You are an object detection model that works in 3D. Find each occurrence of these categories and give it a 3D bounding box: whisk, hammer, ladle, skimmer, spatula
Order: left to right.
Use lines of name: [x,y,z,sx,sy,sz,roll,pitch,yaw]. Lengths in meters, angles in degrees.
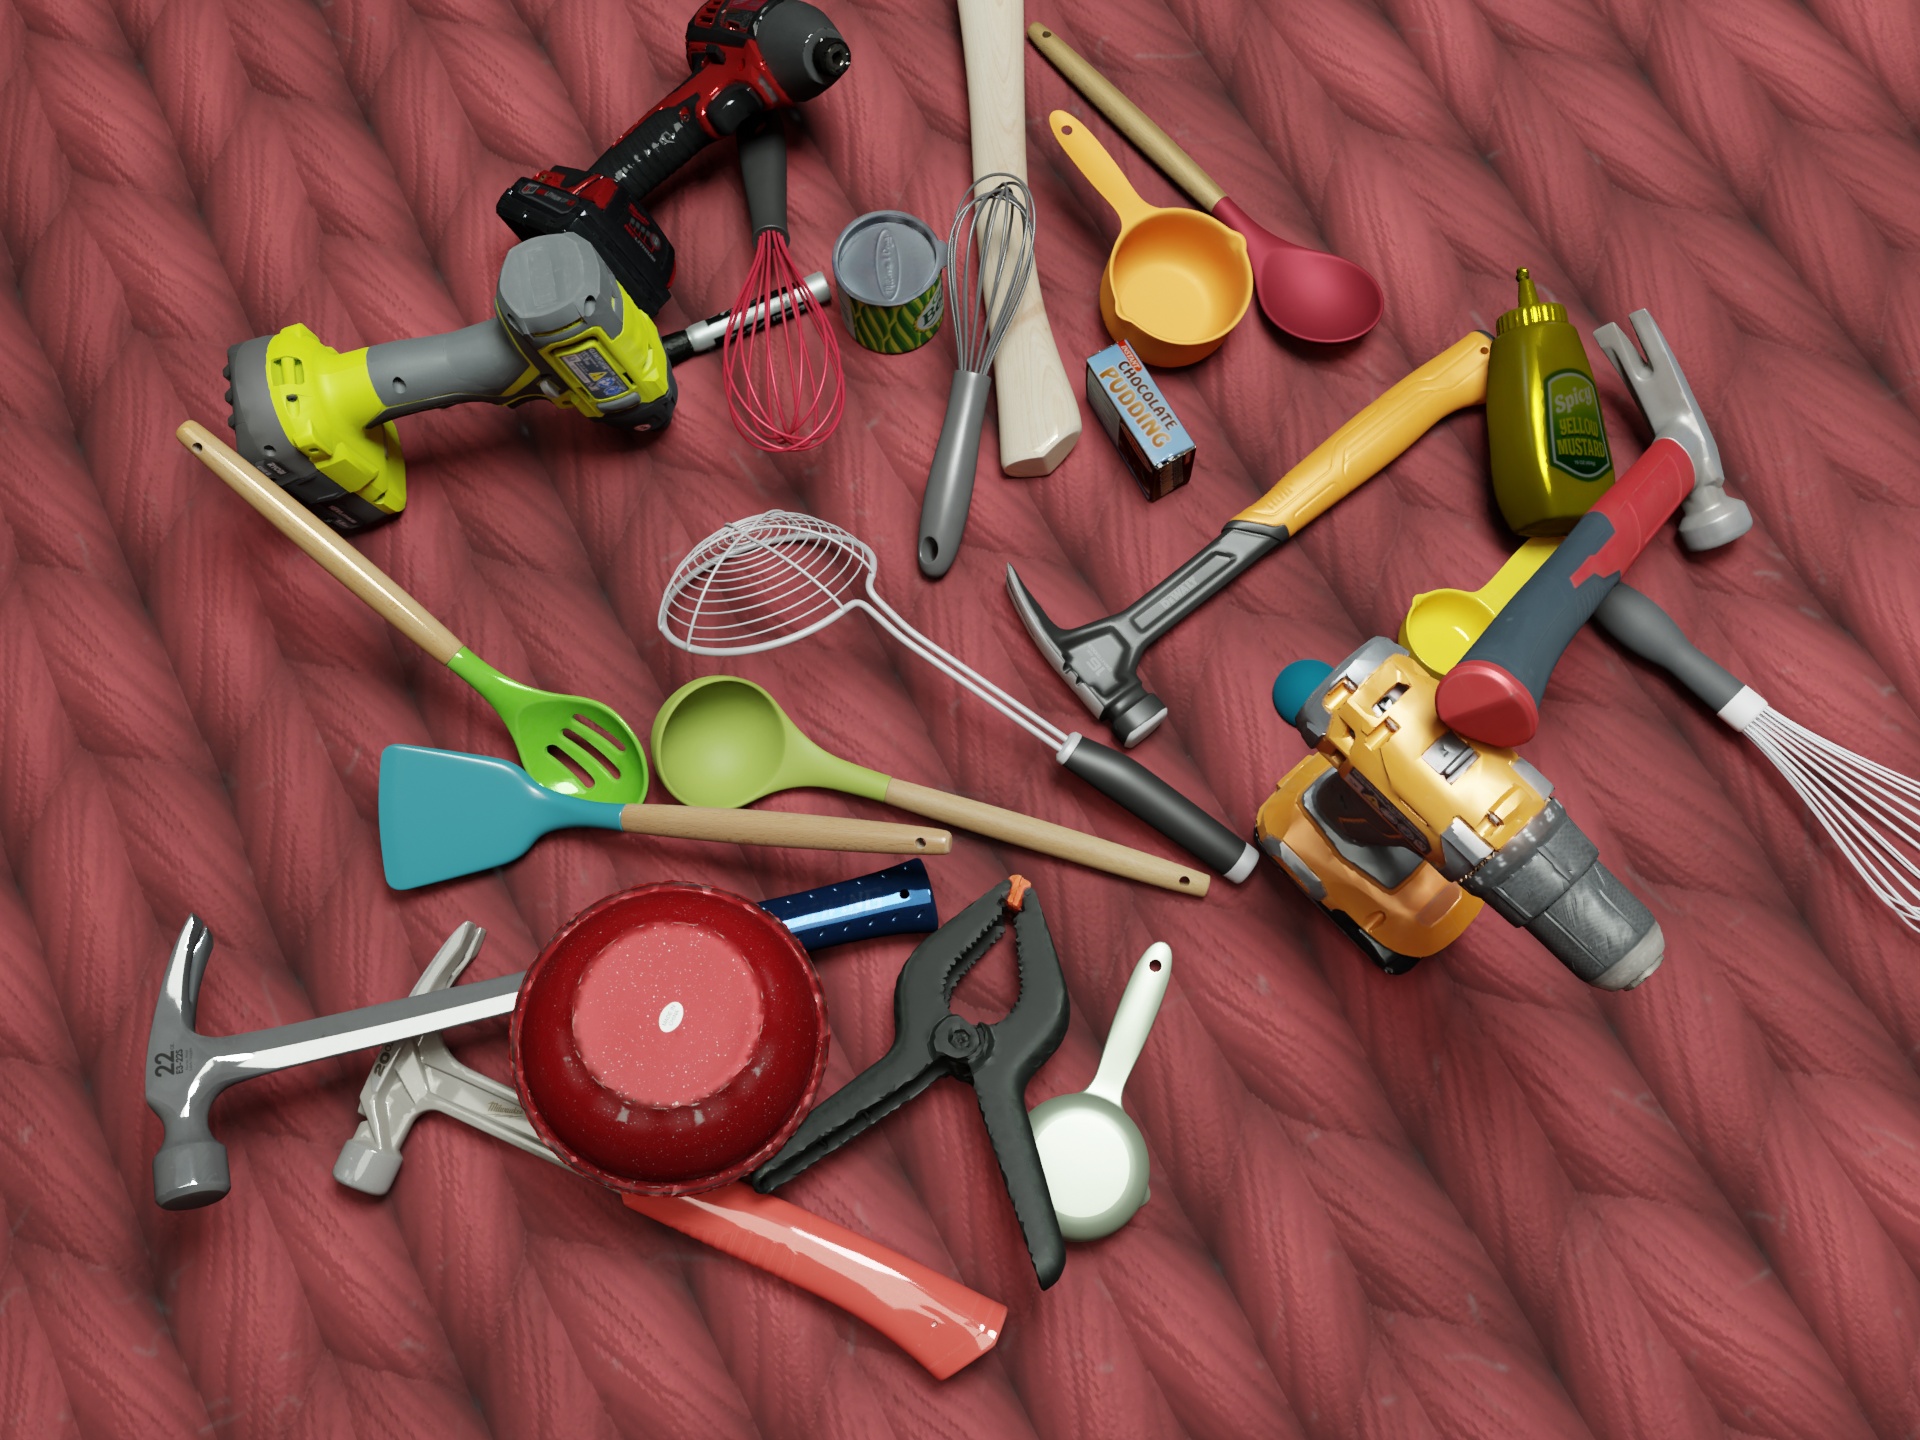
hammer: [-0.213,0.132,0.838,0.405,0.035,0.144,-12,65,-12]
spatula: [-0.161,0.058,0.857,0.317,0.044,0.082,3,98,14]
hammer: [-0.142,0.240,0.837,0.359,0.036,0.149,21,75,8]
whisk: [-0.114,-0.277,0.962,0.073,0.073,0.296,-8,59,-1]
ladle: [-0.016,0.048,0.882,0.320,0.062,0.078,17,96,3]
skimmer: [-0.001,-0.003,0.904,0.363,0.090,0.127,34,45,0]
whisk: [0.004,-0.202,0.936,0.055,0.055,0.239,11,93,5]
hammer: [0.016,-0.348,1.005,0.146,0.038,0.411,-7,75,11]
ladle: [0.146,-0.344,1.010,0.069,0.031,0.315,-37,74,-13]
hammer: [0.187,-0.131,0.941,0.337,0.034,0.127,-37,77,-9]
hammer: [0.311,-0.098,0.791,0.386,0.038,0.143,-35,99,-47]
whisk: [0.459,0.016,0.880,0.070,0.070,0.285,-42,71,-10]

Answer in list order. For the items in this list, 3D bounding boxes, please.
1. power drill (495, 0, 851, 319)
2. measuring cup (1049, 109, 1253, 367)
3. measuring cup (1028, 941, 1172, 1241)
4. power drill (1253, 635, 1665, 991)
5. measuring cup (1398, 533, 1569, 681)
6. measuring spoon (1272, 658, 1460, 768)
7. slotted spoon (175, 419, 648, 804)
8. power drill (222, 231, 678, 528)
power drill: [-0.164,-0.351,0.962,0.220,0.078,0.143,-50,44,-8]
measuring cup: [0.104,-0.293,0.972,0.095,0.052,0.174,-34,83,-11]
measuring cup: [0.079,0.193,0.842,0.083,0.038,0.168,22,77,8]
power drill: [0.235,0.065,0.778,0.084,0.226,0.185,-42,76,-9]
measuring cup: [0.315,-0.073,0.929,0.156,0.029,0.062,-39,74,-22]
measuring spoon: [0.241,-0.001,0.905,0.128,0.021,0.042,23,75,9]
slotted spoon: [-0.297,-0.054,0.875,0.313,0.031,0.070,42,107,-12]
power drill: [-0.281,-0.186,0.911,0.223,0.171,0.080,-15,73,6]
